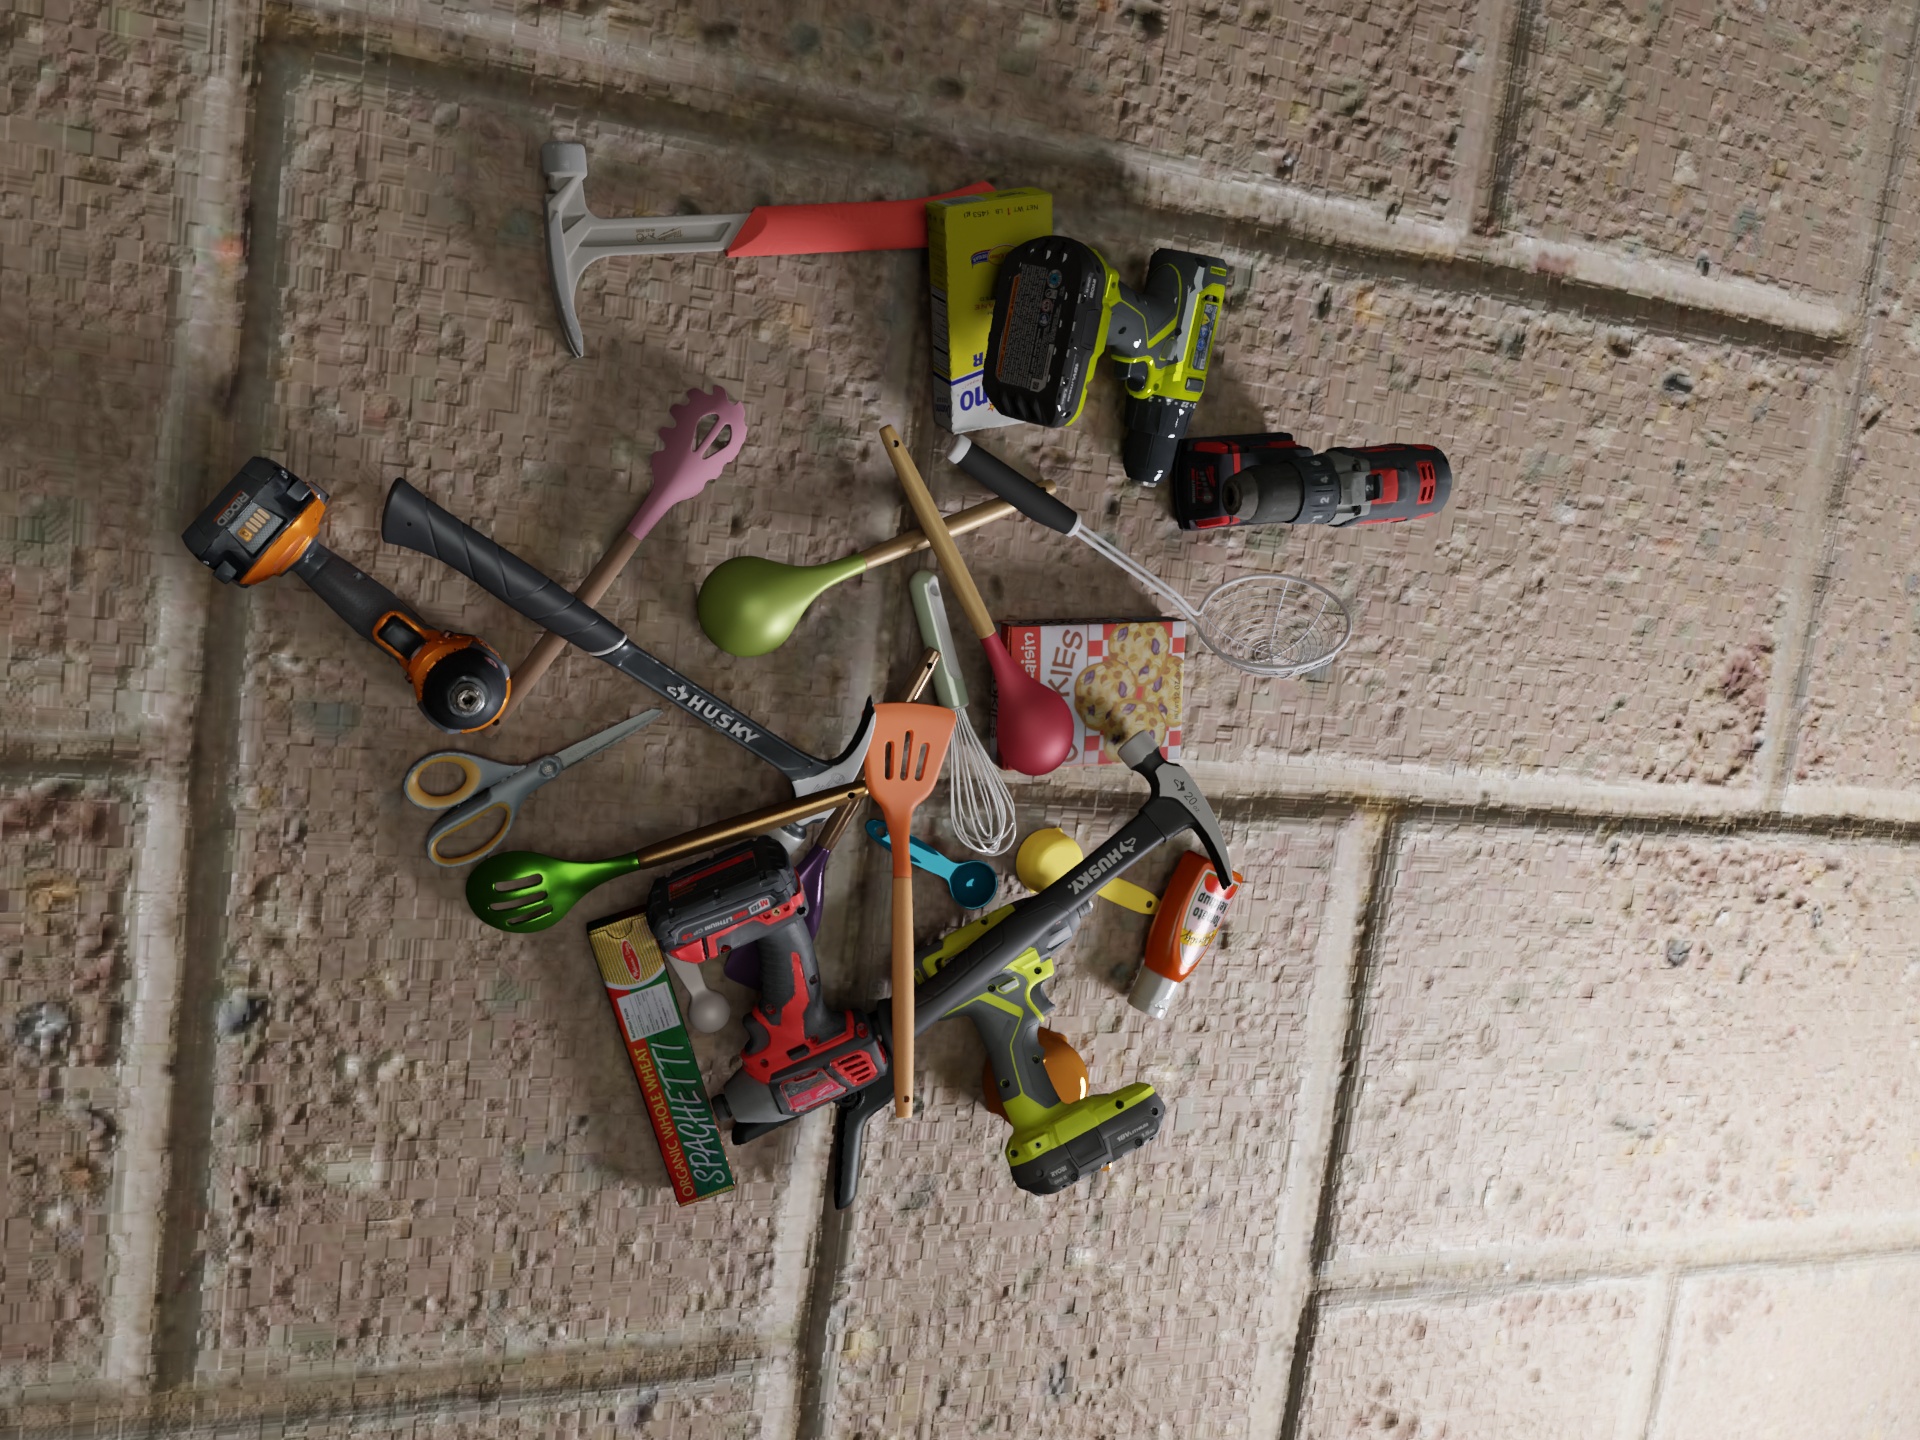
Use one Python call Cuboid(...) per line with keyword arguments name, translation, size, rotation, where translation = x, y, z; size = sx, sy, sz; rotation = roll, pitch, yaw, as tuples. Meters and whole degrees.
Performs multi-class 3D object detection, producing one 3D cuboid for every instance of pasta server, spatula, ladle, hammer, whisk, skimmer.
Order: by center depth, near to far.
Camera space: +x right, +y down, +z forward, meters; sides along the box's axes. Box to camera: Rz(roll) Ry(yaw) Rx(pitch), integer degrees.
Cuboid(name="hammer", translation=(-0.241, -0.049, 1.172), size=(0.408, 0.036, 0.149), rotation=(35, 107, -26))
Cuboid(name="pasta server", translation=(-0.263, -0.118, 1.194), size=(0.060, 0.040, 0.316), rotation=(37, 88, -23))
Cuboid(name="hammer", translation=(-0.129, -0.360, 1.199), size=(0.359, 0.037, 0.149), rotation=(-9, 102, -20))
Cuboid(name="spatula", translation=(-0.044, 0.148, 1.255), size=(0.081, 0.041, 0.323), rotation=(3, 78, -21))
Cuboid(name="ladle", translation=(0.011, -0.092, 1.268), size=(0.069, 0.031, 0.315), rotation=(-31, 105, -14))
Cuboid(name="ladle", translation=(-0.061, -0.134, 1.270), size=(0.320, 0.062, 0.078), rotation=(-25, 97, -24))
Cuboid(name="spatula", translation=(-0.096, 0.081, 1.288), size=(0.059, 0.018, 0.316), rotation=(27, 95, -24))
Cuboid(name="hammer", translation=(0.070, 0.161, 1.296), size=(0.335, 0.035, 0.146), rotation=(-37, 79, -11))
Cuboid(name="skimmer", translation=(0.158, -0.146, 1.303), size=(0.363, 0.127, 0.090), rotation=(31, 130, -19))
Cuboid(name="whisk", translation=(-0.002, -0.004, 1.309), size=(0.058, 0.059, 0.246), rotation=(-31, 109, -56))

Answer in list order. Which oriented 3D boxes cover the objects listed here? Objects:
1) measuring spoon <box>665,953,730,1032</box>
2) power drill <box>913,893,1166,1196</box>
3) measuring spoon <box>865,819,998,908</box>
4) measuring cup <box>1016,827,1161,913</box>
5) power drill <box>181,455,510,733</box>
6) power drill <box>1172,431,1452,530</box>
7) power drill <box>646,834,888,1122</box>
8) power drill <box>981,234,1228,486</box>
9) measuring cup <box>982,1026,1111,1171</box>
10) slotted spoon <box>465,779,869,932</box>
Cuboid(name="measuring spoon", translation=(-0.218, 0.197, 1.269), size=(0.034, 0.018, 0.124), rotation=(-28, 108, -15))
Cuboid(name="power drill", translation=(0.071, 0.262, 1.325), size=(0.171, 0.080, 0.223), rotation=(-26, 82, -10))
Cuboid(name="measuring spoon", translation=(-0.027, 0.116, 1.339), size=(0.128, 0.021, 0.042), rotation=(31, 87, -15))
Cuboid(name="measuring cup", translation=(0.120, 0.142, 1.392), size=(0.156, 0.029, 0.062), rotation=(24, 90, -24))
Cuboid(name="power drill", translation=(-0.400, -0.076, 1.070), size=(0.226, 0.164, 0.084), rotation=(42, 83, -21))
Cuboid(name="power drill", translation=(0.254, -0.189, 1.281), size=(0.188, 0.227, 0.080), rotation=(-8, 102, -21))
Cuboid(name="power drill", translation=(-0.157, 0.214, 1.243), size=(0.143, 0.079, 0.219), rotation=(-23, 111, -4))
Cuboid(name="power drill", translation=(0.120, -0.282, 1.255), size=(0.228, 0.080, 0.190), rotation=(-8, 114, -50))
Cuboid(name="measuring cup", translation=(0.093, 0.349, 1.404), size=(0.095, 0.052, 0.173), rotation=(-42, 110, -11))
Cuboid(name="slotted spoon", translation=(-0.221, 0.097, 1.212), size=(0.313, 0.031, 0.070), rotation=(-17, 112, -8))
